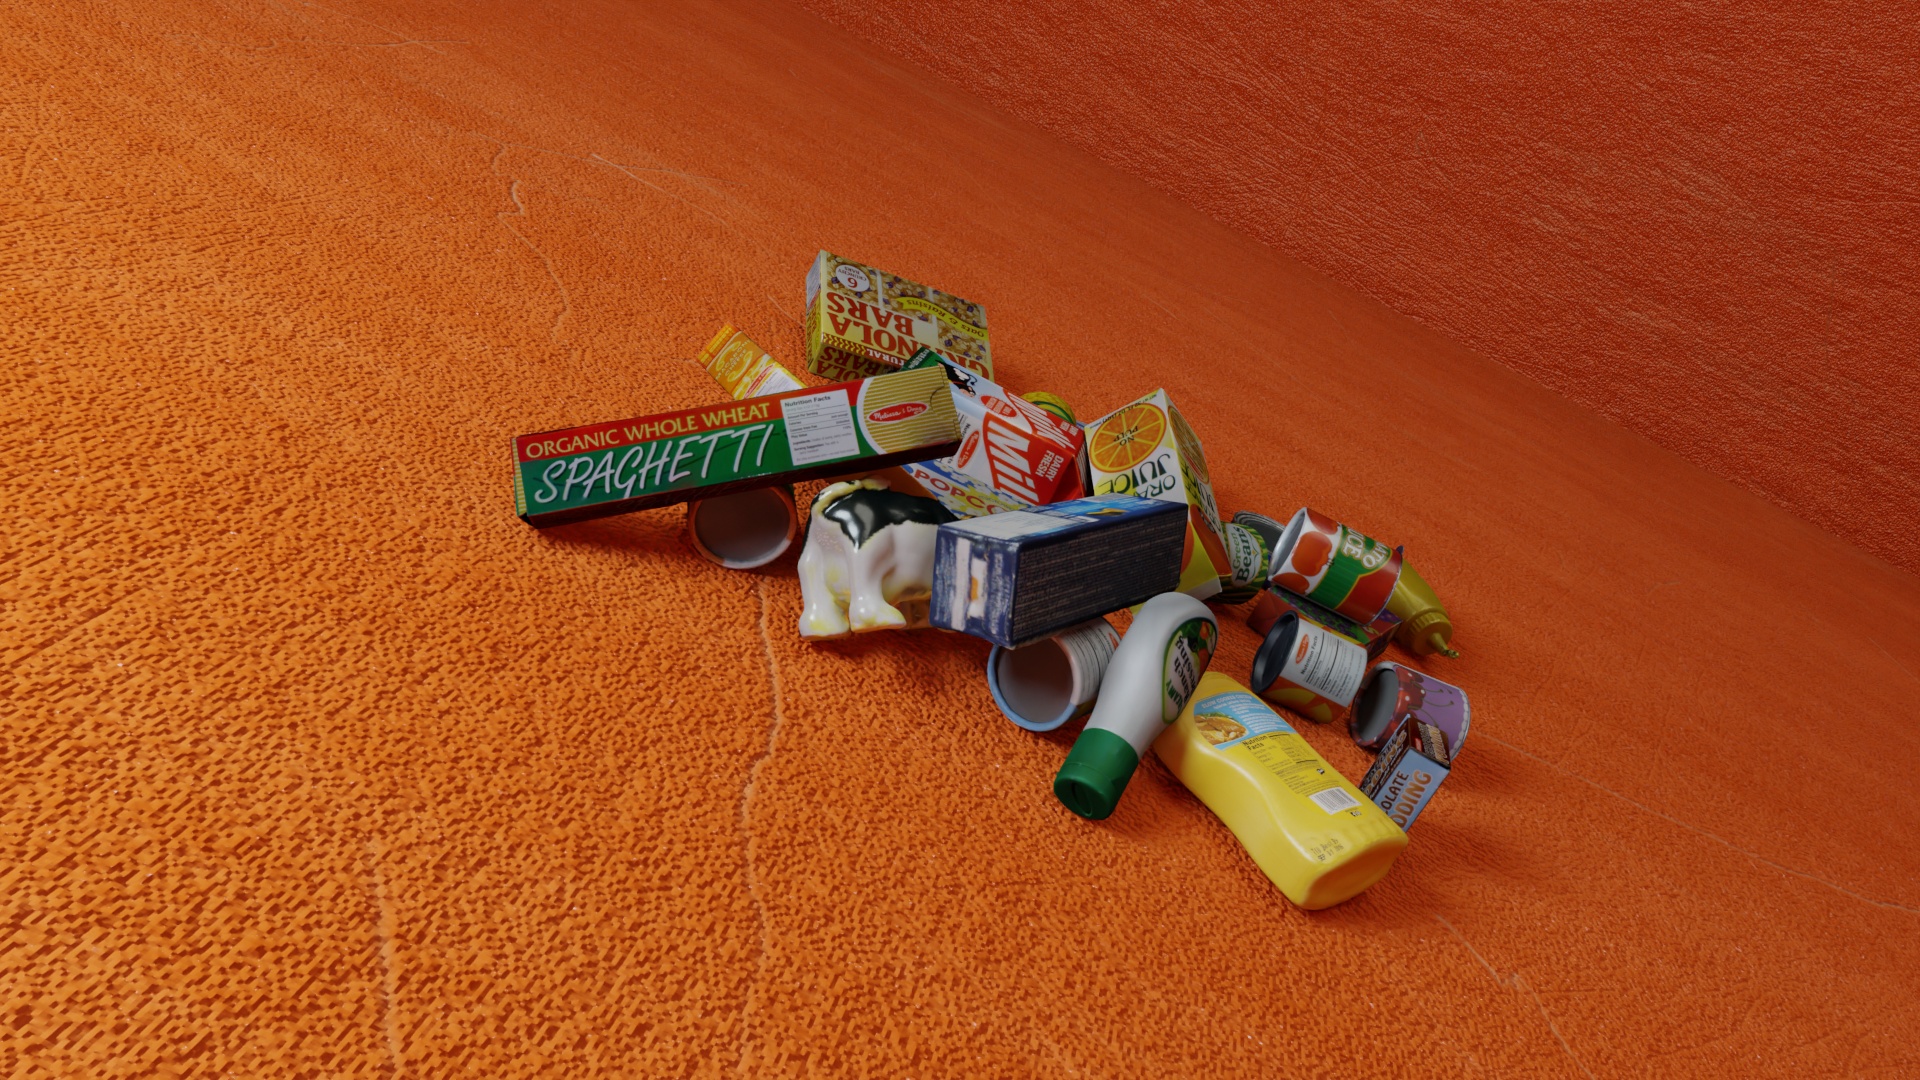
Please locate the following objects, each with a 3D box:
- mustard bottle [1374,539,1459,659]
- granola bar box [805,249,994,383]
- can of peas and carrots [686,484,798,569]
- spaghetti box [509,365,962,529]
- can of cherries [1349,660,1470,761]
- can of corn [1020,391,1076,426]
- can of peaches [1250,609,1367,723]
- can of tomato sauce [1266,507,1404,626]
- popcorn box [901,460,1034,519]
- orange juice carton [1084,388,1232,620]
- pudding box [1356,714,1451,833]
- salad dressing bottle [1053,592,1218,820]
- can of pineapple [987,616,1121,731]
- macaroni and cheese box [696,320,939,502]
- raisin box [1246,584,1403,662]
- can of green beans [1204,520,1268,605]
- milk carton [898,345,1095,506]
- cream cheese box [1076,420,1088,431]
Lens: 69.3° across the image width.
[{"bbox_3d":[0.393,0.057,1.235,0.065,0.048,0.161,14,28,-26],"label":"mustard bottle"},{"bbox_3d":[-0.054,-0.178,1.223,0.165,0.038,0.125,15,46,-24],"label":"granola bar box"},{"bbox_3d":[-0.134,-0.026,0.844,0.071,0.070,0.059,17,26,-21],"label":"can of peas and carrots"},{"bbox_3d":[-0.126,-0.054,0.793,0.250,0.028,0.050,-11,74,-9],"label":"spaghetti box"},{"bbox_3d":[0.323,0.129,1.003,0.058,0.071,0.072,22,24,-12],"label":"can of cherries"},{"bbox_3d":[0.064,-0.087,1.168,0.071,0.071,0.058,24,23,-6],"label":"can of corn"},{"bbox_3d":[0.251,0.092,1.004,0.058,0.071,0.071,25,24,-4],"label":"can of peaches"},{"bbox_3d":[0.294,0.019,1.089,0.083,0.071,0.071,26,24,0],"label":"can of tomato sauce"},{"bbox_3d":[0.004,-0.012,0.994,0.127,0.038,0.085,25,25,-4],"label":"popcorn box"},{"bbox_3d":[0.151,-0.018,1.052,0.073,0.071,0.194,45,28,-38],"label":"orange juice carton"},{"bbox_3d":[0.274,0.156,0.874,0.030,0.083,0.050,29,24,6],"label":"pudding box"},{"bbox_3d":[0.102,0.094,0.802,0.044,0.064,0.148,8,45,33],"label":"salad dressing bottle"},{"bbox_3d":[0.057,0.078,0.837,0.071,0.070,0.058,39,27,25],"label":"can of pineapple"},{"bbox_3d":[-0.099,-0.074,0.922,0.123,0.040,0.167,41,0,-35],"label":"macaroni and cheese box"},{"bbox_3d":[0.299,0.067,1.133,0.086,0.040,0.124,37,27,24],"label":"raisin box"},{"bbox_3d":[0.201,0.016,1.102,0.058,0.071,0.071,10,29,-35],"label":"can of green beans"},{"bbox_3d":[0.031,-0.072,1.098,0.191,0.073,0.072,28,23,2],"label":"milk carton"},{"bbox_3d":[0.092,-0.094,1.262,0.104,0.024,0.053,16,25,-23],"label":"cream cheese box"}]
